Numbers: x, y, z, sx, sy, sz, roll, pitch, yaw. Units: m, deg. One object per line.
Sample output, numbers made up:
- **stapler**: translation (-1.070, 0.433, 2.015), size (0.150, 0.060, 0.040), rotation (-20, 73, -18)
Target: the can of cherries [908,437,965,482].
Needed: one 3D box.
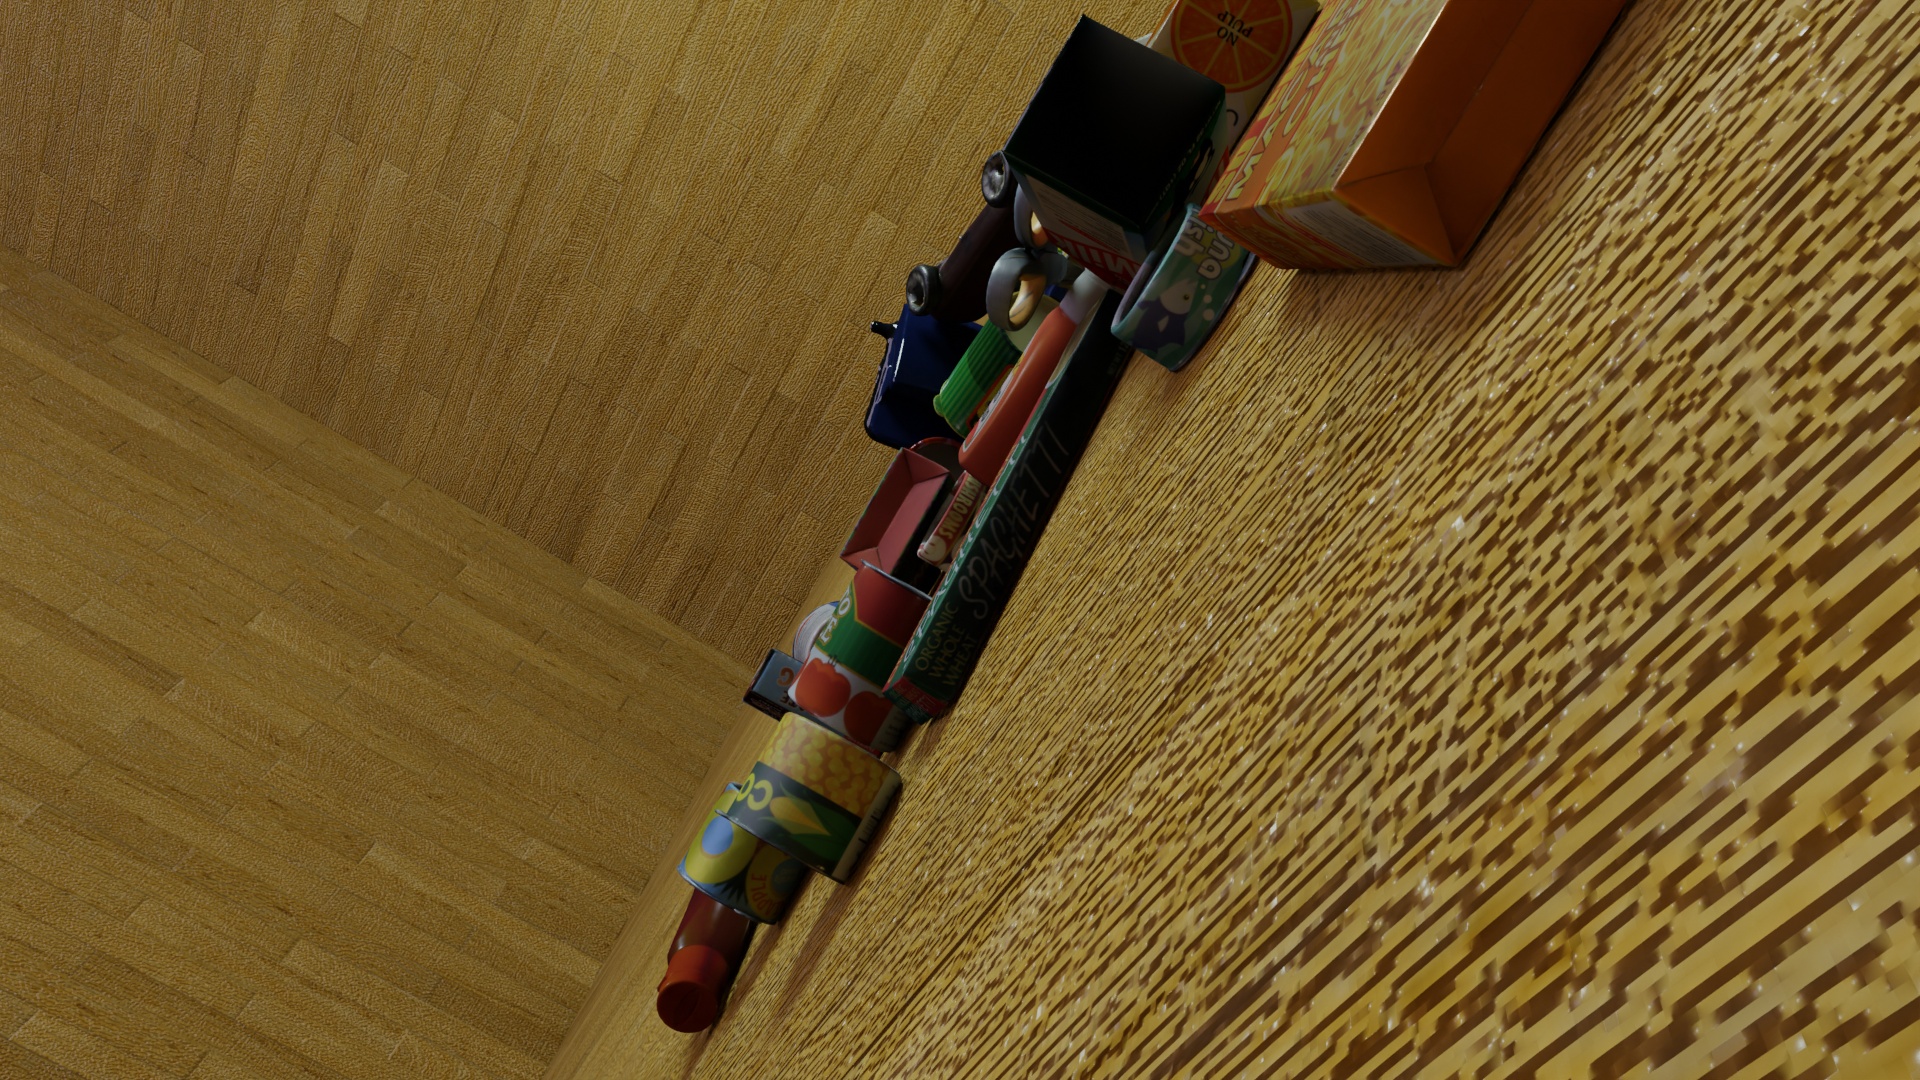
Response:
- **can of cherries**: translation (-0.019, -0.043, 1.058), size (0.071, 0.071, 0.058), rotation (-61, 6, -14)

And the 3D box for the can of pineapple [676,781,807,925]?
- **can of pineapple**: translation (-0.119, 0.181, 0.802), size (0.058, 0.071, 0.071), rotation (-60, 6, -8)

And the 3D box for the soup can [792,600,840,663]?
- **soup can**: translation (-0.067, 0.074, 0.884), size (0.071, 0.071, 0.083), rotation (-60, 11, -7)

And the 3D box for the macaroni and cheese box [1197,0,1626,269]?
- **macaroni and cheese box**: translation (0.132, -0.140, 0.402), size (0.123, 0.040, 0.167), rotation (-59, 6, 8)

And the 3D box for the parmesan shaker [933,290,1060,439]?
- **parmesan shaker**: translation (0.032, -0.121, 0.991), size (0.102, 0.071, 0.072), rotation (-51, 10, 52)

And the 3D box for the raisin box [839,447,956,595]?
- **raisin box**: translation (-0.034, -0.005, 0.949), size (0.086, 0.040, 0.123), rotation (-61, -12, -7)

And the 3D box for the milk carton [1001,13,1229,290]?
- **milk carton**: translation (0.084, -0.174, 0.682), size (0.072, 0.073, 0.190), rotation (-59, -12, 3)

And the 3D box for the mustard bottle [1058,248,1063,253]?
- **mustard bottle**: translation (0.068, -0.196, 1.124), size (0.048, 0.065, 0.161), rotation (-52, 17, 45)

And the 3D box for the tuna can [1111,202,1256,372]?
- **tuna can**: translation (0.095, -0.109, 0.591), size (0.071, 0.033, 0.071), rotation (-59, 6, 9)

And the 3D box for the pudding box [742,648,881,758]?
- **pudding box**: translation (-0.082, 0.097, 0.804), size (0.030, 0.084, 0.049), rotation (-62, 7, -19)

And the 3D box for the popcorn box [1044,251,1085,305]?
- **popcorn box**: translation (0.098, -0.211, 1.040), size (0.127, 0.038, 0.085), rotation (-61, 7, -14)

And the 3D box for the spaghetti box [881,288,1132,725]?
- **spaghetti box**: translation (0.031, -0.022, 0.716), size (0.251, 0.029, 0.050), rotation (-62, 6, -23)

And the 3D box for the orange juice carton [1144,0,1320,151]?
- **orange juice carton**: translation (0.126, -0.251, 0.832), size (0.192, 0.073, 0.072), rotation (-58, 6, 14)

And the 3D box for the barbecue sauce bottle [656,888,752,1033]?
- **barbecue sauce bottle**: translation (-0.157, 0.250, 0.874), size (0.064, 0.043, 0.149), rotation (-58, 7, 14)

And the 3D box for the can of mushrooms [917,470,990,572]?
- **can of mushrooms**: translation (0.003, -0.011, 0.871), size (0.071, 0.033, 0.071), rotation (-58, 5, 9)

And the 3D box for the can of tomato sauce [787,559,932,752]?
- **can of tomato sauce**: translation (-0.046, 0.061, 0.748), size (0.083, 0.071, 0.071), rotation (-60, 6, -2)

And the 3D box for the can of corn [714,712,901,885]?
- **can of corn**: translation (-0.072, 0.121, 0.664), size (0.058, 0.071, 0.071), rotation (-60, 6, -13)

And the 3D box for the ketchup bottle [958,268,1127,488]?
- **ketchup bottle**: translation (0.055, -0.100, 0.825), size (0.148, 0.043, 0.065), rotation (-56, -3, 25)
